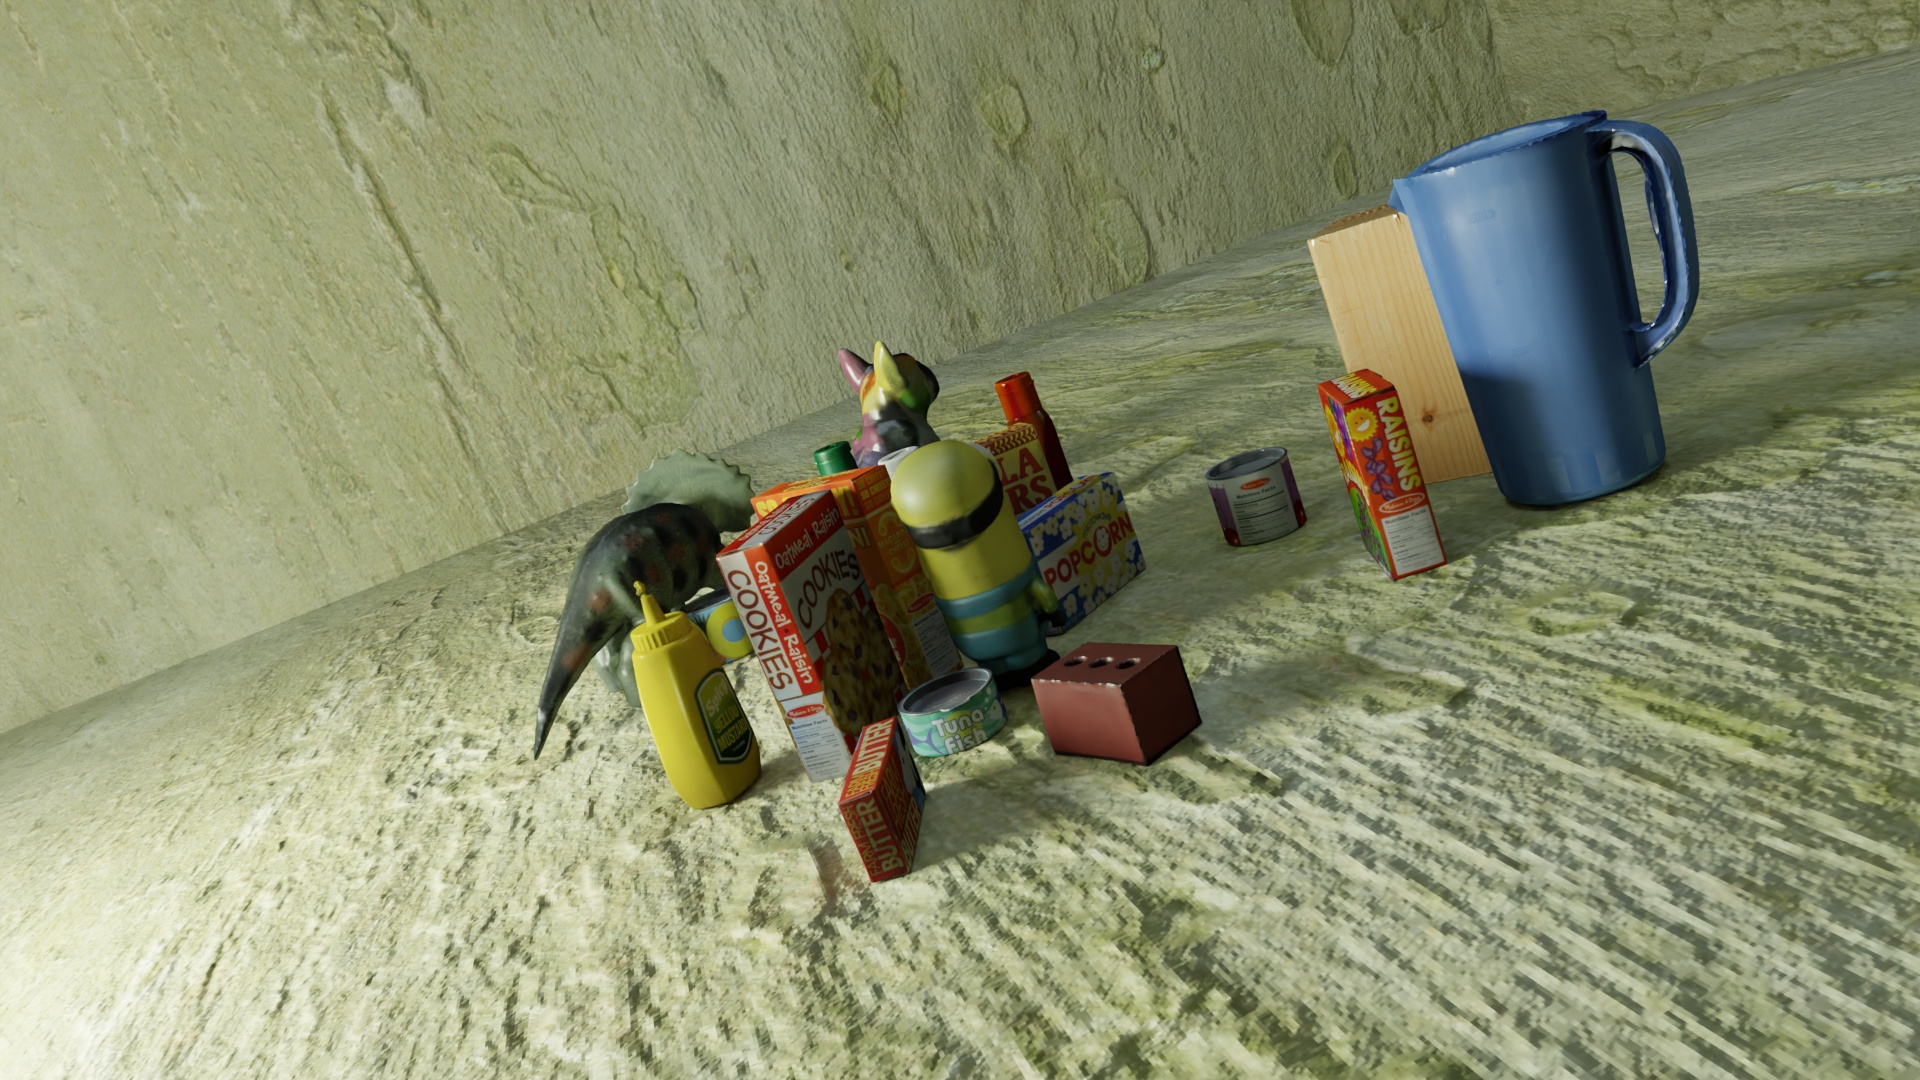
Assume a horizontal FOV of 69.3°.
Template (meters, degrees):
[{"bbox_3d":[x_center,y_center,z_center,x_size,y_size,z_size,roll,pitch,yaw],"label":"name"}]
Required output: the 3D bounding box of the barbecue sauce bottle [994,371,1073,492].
[{"bbox_3d":[0.075,-0.089,1.351,0.043,0.148,0.065,-15,14,25],"label":"barbecue sauce bottle"}]

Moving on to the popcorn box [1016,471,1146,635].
[{"bbox_3d":[0.086,0.009,1.071,0.038,0.085,0.127,-9,17,43],"label":"popcorn box"}]

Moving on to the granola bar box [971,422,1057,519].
[{"bbox_3d":[0.004,-0.015,1.207,0.166,0.124,0.039,-23,13,-11],"label":"granola bar box"}]

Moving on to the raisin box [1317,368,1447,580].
[{"bbox_3d":[0.278,-0.046,0.918,0.040,0.123,0.086,-19,13,9],"label":"raisin box"}]

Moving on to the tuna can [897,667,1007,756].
[{"bbox_3d":[-0.004,0.112,0.902,0.071,0.032,0.071,-19,13,5],"label":"tuna can"}]

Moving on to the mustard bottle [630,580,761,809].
[{"bbox_3d":[-0.187,0.101,0.941,0.048,0.160,0.065,-15,14,25],"label":"mustard bottle"}]

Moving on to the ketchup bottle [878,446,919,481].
[{"bbox_3d":[-0.025,-0.003,1.147,0.043,0.148,0.065,-12,15,34],"label":"ketchup bottle"}]

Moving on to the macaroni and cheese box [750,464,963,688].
[{"bbox_3d":[-0.079,0.031,1.051,0.123,0.166,0.040,-8,18,45],"label":"macaroni and cheese box"}]

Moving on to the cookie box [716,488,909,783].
[{"bbox_3d":[-0.097,0.061,0.950,0.040,0.167,0.123,-16,13,20],"label":"cookie box"}]

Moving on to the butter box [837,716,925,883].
[{"bbox_3d":[-0.043,0.144,0.782,0.024,0.053,0.104,-19,13,9],"label":"butter box"}]

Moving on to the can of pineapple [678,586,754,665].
[{"bbox_3d":[-0.226,0.081,1.312,0.071,0.057,0.071,-19,13,5],"label":"can of pineapple"}]

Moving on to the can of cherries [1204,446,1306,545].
[{"bbox_3d":[0.232,-0.035,1.090,0.071,0.058,0.071,-19,13,5],"label":"can of cherries"}]

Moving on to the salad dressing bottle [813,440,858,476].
[{"bbox_3d":[-0.100,-0.023,1.345,0.044,0.147,0.064,-21,12,0],"label":"salad dressing bottle"}]
